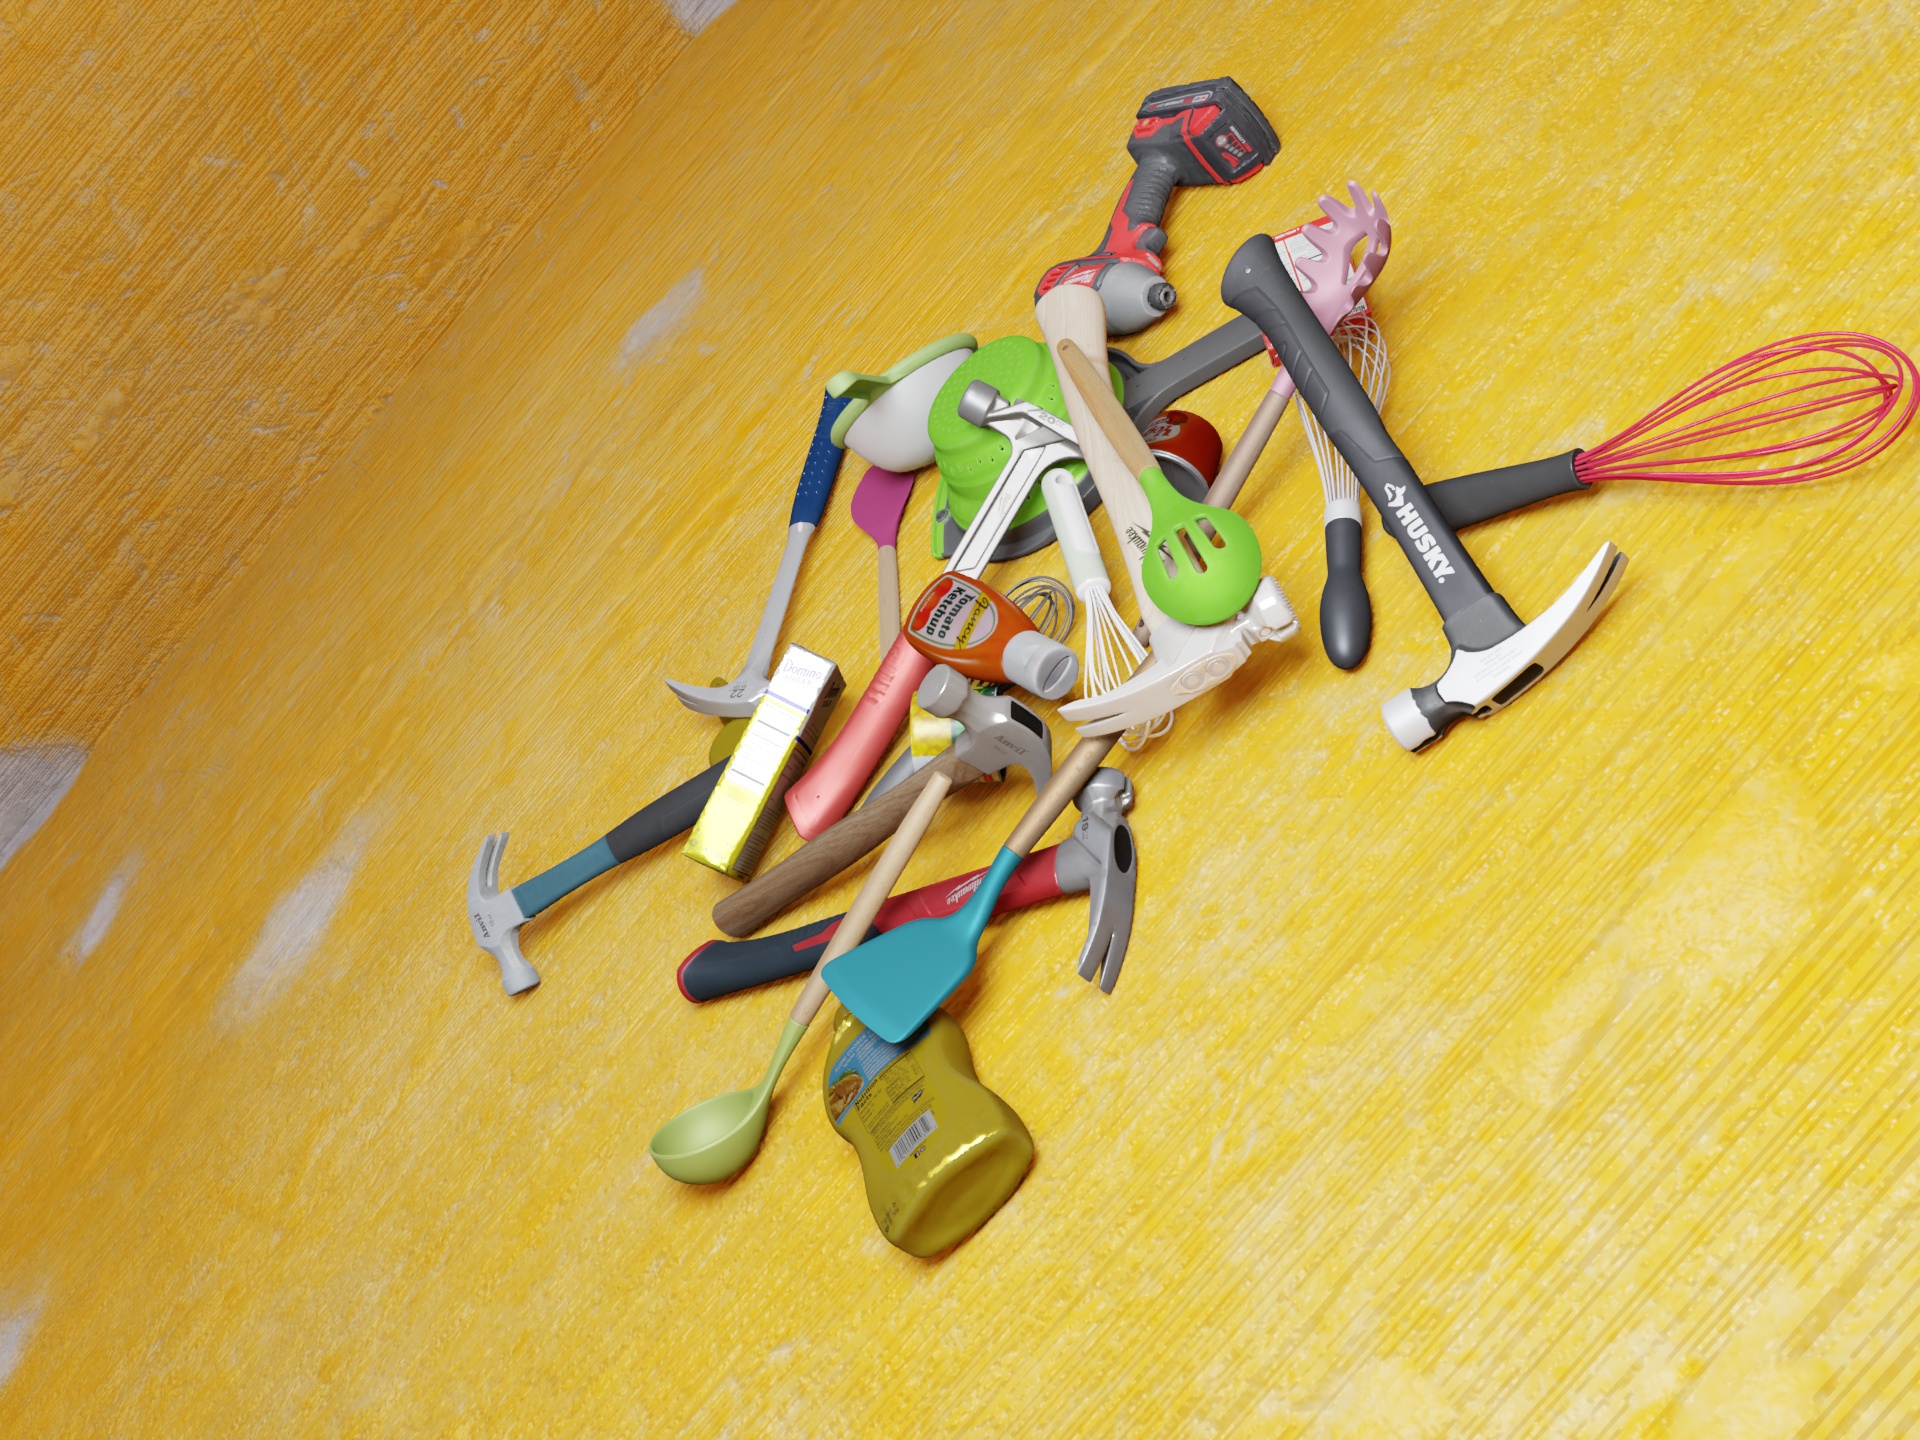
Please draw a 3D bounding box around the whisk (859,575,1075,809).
[{"bbox_3d":[-0.001,-0.003,1.134,0.239,0.055,0.055,-51,34,7],"label":"whisk"}]

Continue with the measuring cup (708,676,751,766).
[{"bbox_3d":[-0.201,-0.001,1.361,0.062,0.029,0.157,-44,38,8],"label":"measuring cup"}]

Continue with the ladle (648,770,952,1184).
[{"bbox_3d":[-0.101,0.164,1.020,0.320,0.062,0.078,-59,7,9],"label":"ladle"}]

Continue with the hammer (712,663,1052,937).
[{"bbox_3d":[-0.064,0.076,1.086,0.331,0.130,0.031,-36,36,38],"label":"hammer"}]

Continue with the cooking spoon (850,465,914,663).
[{"bbox_3d":[-0.061,-0.125,1.331,0.069,0.017,0.319,-26,40,20],"label":"cooking spoon"}]

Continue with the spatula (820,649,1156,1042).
[{"bbox_3d":[0.043,0.055,0.958,0.317,0.044,0.082,-52,46,-3],"label":"spatula"}]

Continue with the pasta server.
[{"bbox_3d":[0.185,-0.186,1.016,0.060,0.040,0.316,48,116,46],"label":"pasta server"}]

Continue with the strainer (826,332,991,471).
[{"bbox_3d":[-0.045,-0.251,1.307,0.151,0.069,0.256,-36,-2,17],"label":"strainer"}]

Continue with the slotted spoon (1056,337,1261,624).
[{"bbox_3d":[0.109,-0.165,0.998,0.070,0.031,0.314,-33,41,11],"label":"slotted spoon"}]

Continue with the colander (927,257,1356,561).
[{"bbox_3d":[0.105,-0.263,1.208,0.397,0.094,0.205,-26,41,31],"label":"colander"}]

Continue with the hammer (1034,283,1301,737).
[{"bbox_3d":[0.096,-0.163,1.054,0.146,0.038,0.411,-30,43,16],"label":"hammer"}]

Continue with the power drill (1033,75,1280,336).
[{"bbox_3d":[0.161,-0.411,1.303,0.143,0.078,0.220,19,76,54],"label":"power drill"}]

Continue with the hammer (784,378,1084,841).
[{"bbox_3d":[-0.015,-0.063,1.171,0.359,0.149,0.036,-59,-5,3],"label":"hammer"}]

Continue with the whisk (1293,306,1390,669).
[{"bbox_3d":[0.240,-0.151,0.995,0.070,0.070,0.285,-20,50,36],"label":"whisk"}]

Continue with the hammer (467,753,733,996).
[{"bbox_3d":[-0.273,0.100,1.309,0.331,0.033,0.128,-30,83,16],"label":"hammer"}]

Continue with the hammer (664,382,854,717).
[{"bbox_3d":[-0.151,-0.165,1.433,0.144,0.035,0.406,-7,49,23],"label":"hammer"}]

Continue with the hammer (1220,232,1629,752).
[{"bbox_3d":[0.238,-0.156,0.906,0.146,0.035,0.335,-37,59,25],"label":"hammer"}]

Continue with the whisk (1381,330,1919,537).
[{"bbox_3d":[0.351,-0.139,0.852,0.296,0.073,0.073,-12,50,49],"label":"whisk"}]

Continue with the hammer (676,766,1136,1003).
[{"bbox_3d":[-0.052,0.148,1.052,0.386,0.038,0.143,-22,45,35],"label":"hammer"}]

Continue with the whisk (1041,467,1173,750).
[{"bbox_3d":[0.091,-0.082,1.063,0.059,0.057,0.247,110,154,-48],"label":"whisk"}]
